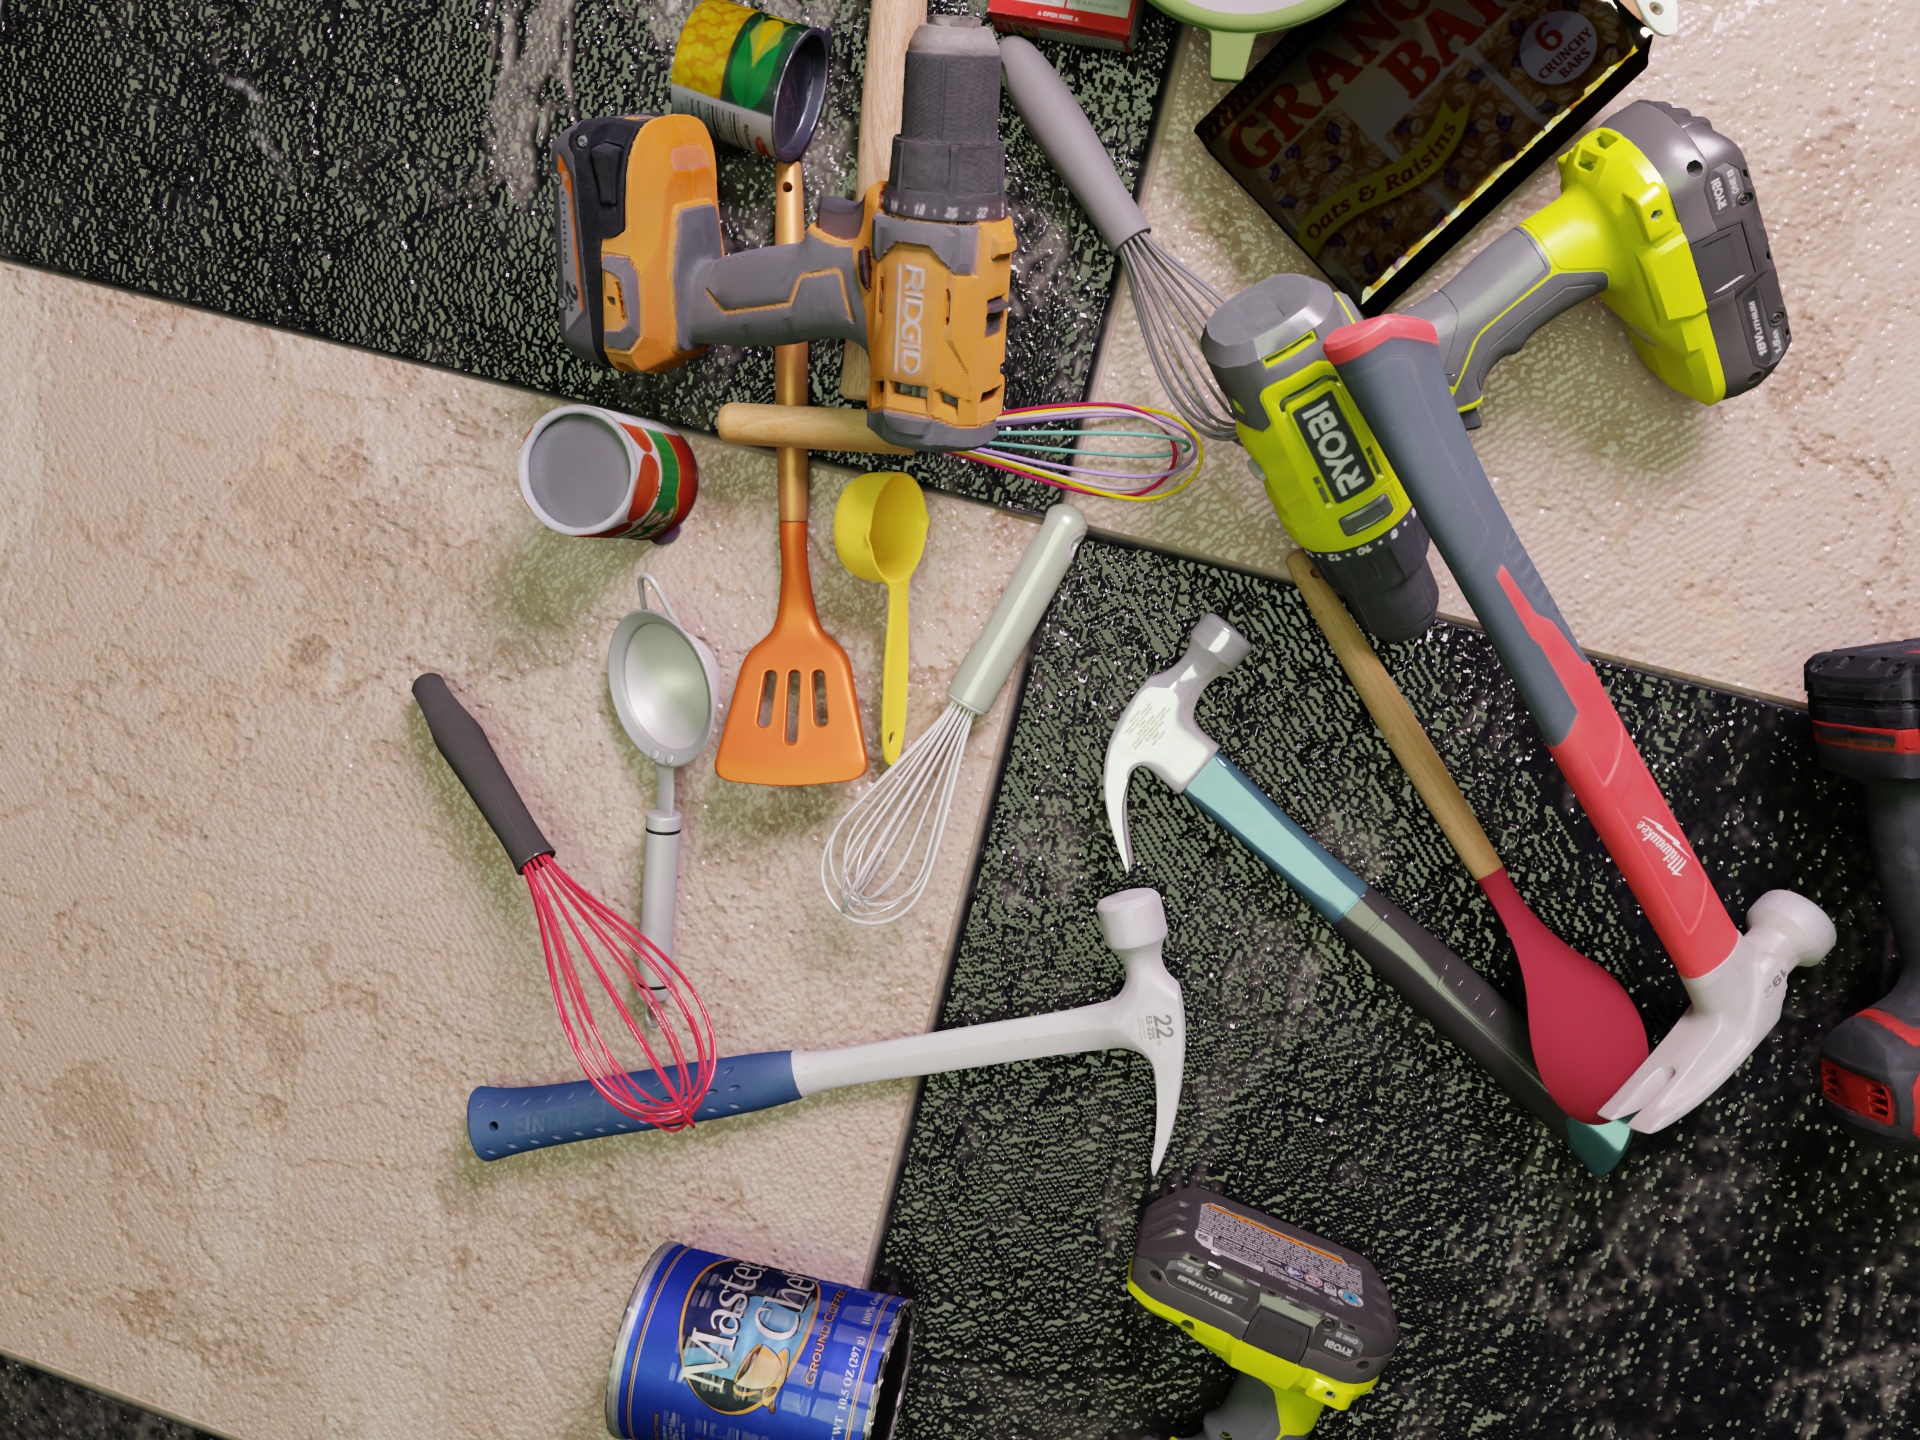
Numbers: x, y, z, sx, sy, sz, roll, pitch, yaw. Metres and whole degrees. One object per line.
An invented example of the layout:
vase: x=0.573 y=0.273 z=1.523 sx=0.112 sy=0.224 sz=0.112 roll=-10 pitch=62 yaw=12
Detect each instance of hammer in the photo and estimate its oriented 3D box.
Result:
hammer: x=0.254 y=0.001 z=0.693 sx=0.143 sy=0.038 sz=0.386 roll=-40 pitch=107 yaw=-16
hammer: x=-0.034 y=-0.324 z=0.779 sx=0.031 sy=0.130 sz=0.331 roll=23 pitch=113 yaw=51
hammer: x=-0.077 y=0.197 z=0.864 sx=0.405 sy=0.035 sz=0.144 roll=-12 pitch=93 yaw=12
hammer: x=0.207 y=0.101 z=0.800 sx=0.331 sy=0.033 sz=0.128 roll=42 pitch=101 yaw=4

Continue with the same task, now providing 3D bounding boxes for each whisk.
whisk: x=0.083 y=-0.238 z=0.783 sx=0.055 sy=0.055 sz=0.239 roll=-33 pitch=85 yaw=12
whisk: x=-0.218 y=0.092 z=0.854 sx=0.073 sy=0.073 sz=0.296 roll=-39 pitch=75 yaw=12
whisk: x=-0.001 y=-0.003 z=0.825 sx=0.059 sy=0.057 sz=0.246 roll=31 pitch=96 yaw=15
whisk: x=-0.001 y=-0.140 z=0.797 sx=0.245 sy=0.051 sz=0.047 roll=4 pitch=99 yaw=5

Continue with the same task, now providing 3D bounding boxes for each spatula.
spatula: x=-0.088 y=-0.128 z=0.830 sx=0.081 sy=0.041 sz=0.322 roll=0 pitch=95 yaw=3

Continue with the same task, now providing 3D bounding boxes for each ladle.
ladle: x=0.245 y=0.052 z=0.777 sx=0.069 sy=0.031 sz=0.315 roll=-26 pitch=81 yaw=-27

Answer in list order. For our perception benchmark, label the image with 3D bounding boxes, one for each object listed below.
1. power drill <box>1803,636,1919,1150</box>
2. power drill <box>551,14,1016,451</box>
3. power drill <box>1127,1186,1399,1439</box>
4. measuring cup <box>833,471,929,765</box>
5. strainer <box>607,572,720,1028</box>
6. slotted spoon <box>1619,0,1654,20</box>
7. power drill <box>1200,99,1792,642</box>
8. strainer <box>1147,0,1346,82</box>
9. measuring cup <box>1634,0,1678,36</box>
power drill: x=0.477 y=0.074 z=0.714 sx=0.188 sy=0.080 sz=0.226 roll=-8 pitch=95 yaw=-8
power drill: x=-0.079 y=-0.235 z=0.742 sx=0.226 sy=0.084 sz=0.185 roll=16 pitch=119 yaw=22
power drill: x=0.117 y=0.368 z=0.825 sx=0.171 sy=0.080 sz=0.223 roll=21 pitch=102 yaw=8
measuring cup: x=-0.044 y=-0.053 z=0.831 sx=0.029 sy=0.062 sz=0.156 roll=11 pitch=110 yaw=27
strainer: x=-0.160 y=0.046 z=0.863 sx=0.087 sy=0.050 sz=0.258 roll=17 pitch=107 yaw=38
slotted spoon: x=0.312 y=-0.331 z=0.739 sx=0.313 sy=0.031 sz=0.070 roll=-43 pitch=84 yaw=14
power drill: x=0.244 y=-0.151 z=0.724 sx=0.228 sy=0.080 sz=0.190 roll=-30 pitch=122 yaw=9
strainer: x=0.177 y=-0.417 z=0.717 sx=0.256 sy=0.069 sz=0.151 roll=-34 pitch=93 yaw=13
measuring cup: x=0.281 y=-0.364 z=0.708 sx=0.083 sy=0.038 sz=0.168 roll=-7 pitch=74 yaw=-13
